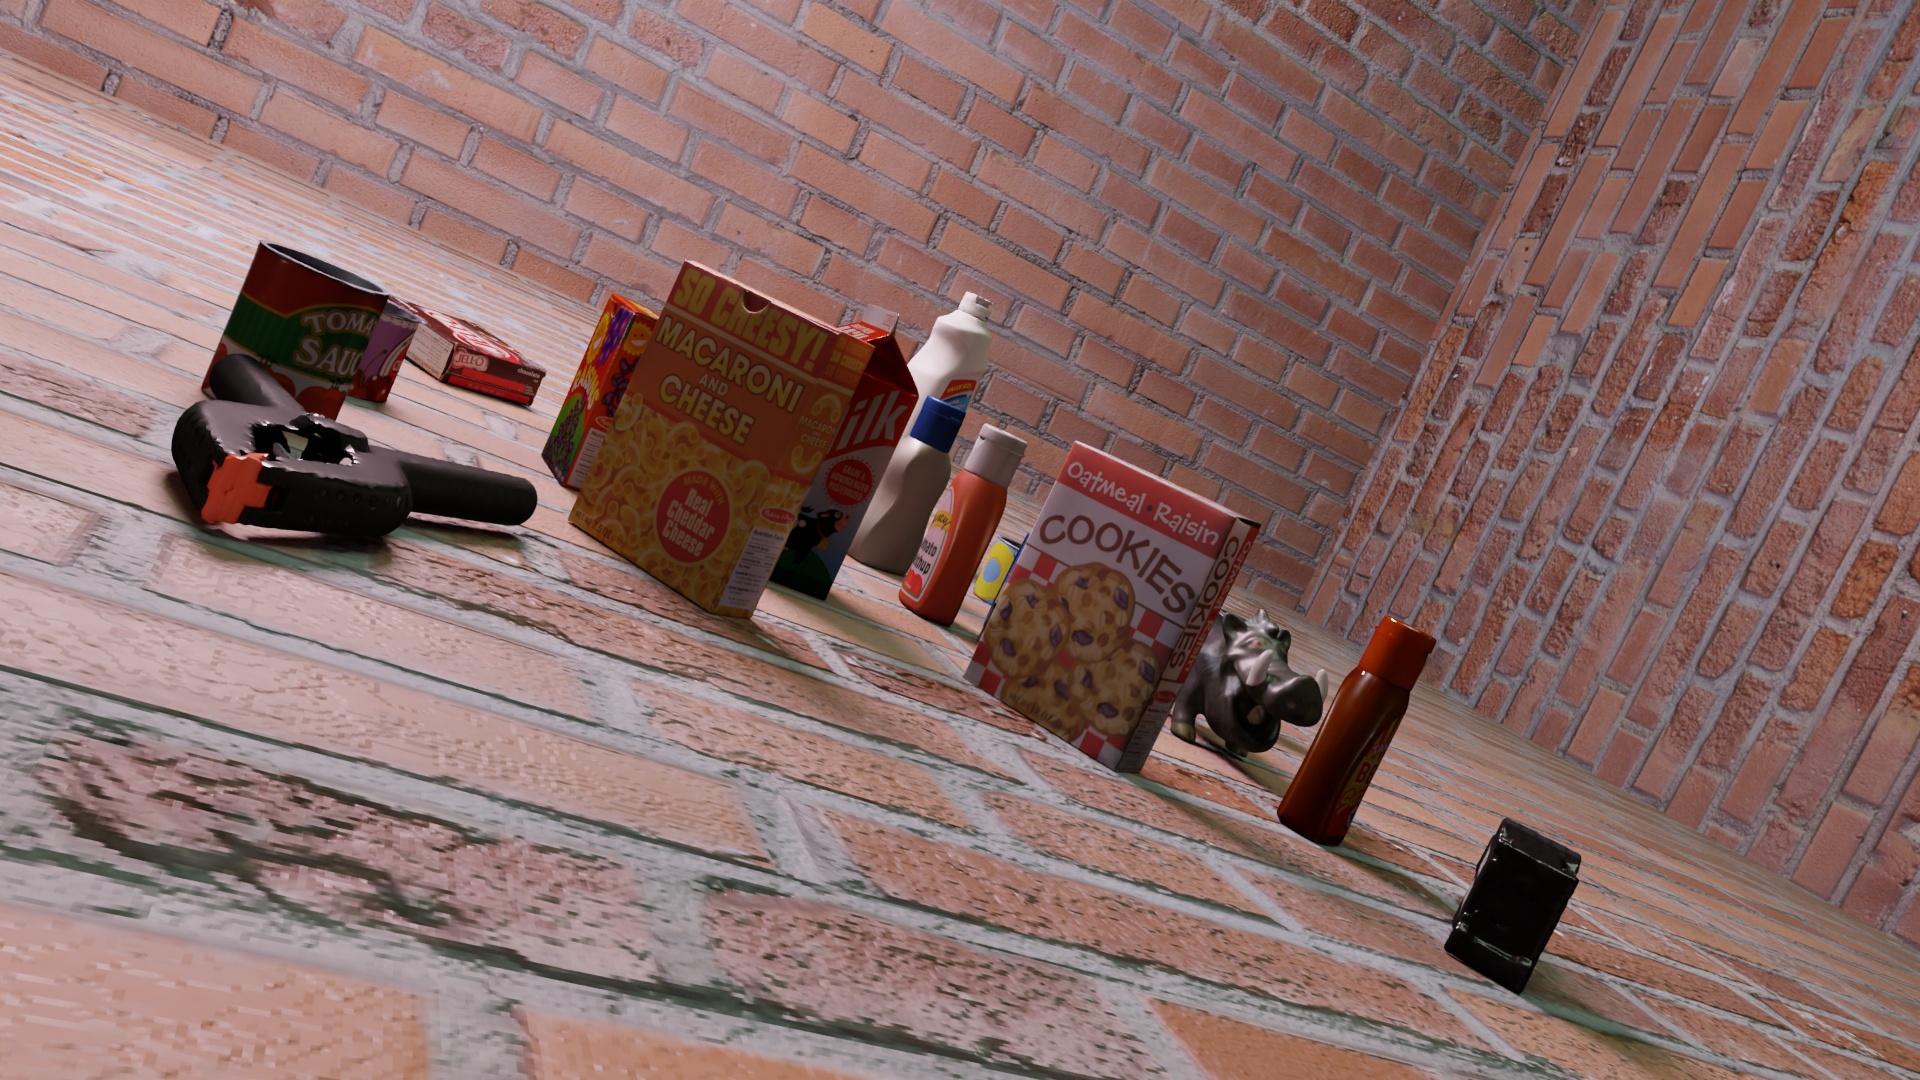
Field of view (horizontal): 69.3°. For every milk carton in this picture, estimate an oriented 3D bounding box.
[{"bbox_3d":[-0.090,-0.066,0.919,0.073,0.190,0.072,23,6,-25],"label":"milk carton"}]

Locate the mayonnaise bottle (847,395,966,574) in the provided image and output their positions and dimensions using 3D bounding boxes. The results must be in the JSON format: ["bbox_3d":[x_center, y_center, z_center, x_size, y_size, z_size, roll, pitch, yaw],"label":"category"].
[{"bbox_3d":[-0.042,-0.047,1.155,0.065,0.148,0.041,20,7,-45],"label":"mayonnaise bottle"}]

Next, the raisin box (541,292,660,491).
[{"bbox_3d":[-0.233,-0.097,0.926,0.040,0.123,0.086,22,6,-29],"label":"raisin box"}]

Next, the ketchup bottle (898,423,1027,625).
[{"bbox_3d":[0.004,-0.013,1.040,0.043,0.148,0.065,23,6,-20],"label":"ketchup bottle"}]

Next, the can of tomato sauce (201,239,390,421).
[{"bbox_3d":[-0.346,-0.105,0.726,0.071,0.083,0.071,25,5,-2],"label":"can of tomato sauce"}]

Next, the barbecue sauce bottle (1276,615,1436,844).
[{"bbox_3d":[0.257,0.121,0.896,0.044,0.148,0.065,28,6,30],"label":"barbecue sauce bottle"}]

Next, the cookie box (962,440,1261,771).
[{"bbox_3d":[0.091,0.038,0.851,0.123,0.167,0.040,29,6,33],"label":"cookie box"}]

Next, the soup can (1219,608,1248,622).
[{"bbox_3d":[0.241,0.111,1.241,0.071,0.083,0.071,25,5,-2],"label":"soup can"}]

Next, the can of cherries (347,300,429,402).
[{"bbox_3d":[-0.384,-0.126,0.882,0.071,0.058,0.071,25,6,-2],"label":"can of cherries"}]

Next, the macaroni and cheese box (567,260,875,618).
[{"bbox_3d":[-0.136,-0.058,0.775,0.124,0.166,0.040,28,6,29],"label":"macaroni and cheese box"}]

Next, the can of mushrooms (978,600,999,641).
[{"bbox_3d":[0.048,0.073,1.030,0.071,0.033,0.071,25,6,-2],"label":"can of mushrooms"}]

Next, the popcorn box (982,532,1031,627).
[{"bbox_3d":[0.071,0.042,1.146,0.038,0.085,0.127,27,6,20],"label":"popcorn box"}]

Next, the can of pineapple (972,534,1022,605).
[{"bbox_3d":[0.051,0.034,1.264,0.071,0.058,0.071,25,6,-2],"label":"can of pineapple"}]
